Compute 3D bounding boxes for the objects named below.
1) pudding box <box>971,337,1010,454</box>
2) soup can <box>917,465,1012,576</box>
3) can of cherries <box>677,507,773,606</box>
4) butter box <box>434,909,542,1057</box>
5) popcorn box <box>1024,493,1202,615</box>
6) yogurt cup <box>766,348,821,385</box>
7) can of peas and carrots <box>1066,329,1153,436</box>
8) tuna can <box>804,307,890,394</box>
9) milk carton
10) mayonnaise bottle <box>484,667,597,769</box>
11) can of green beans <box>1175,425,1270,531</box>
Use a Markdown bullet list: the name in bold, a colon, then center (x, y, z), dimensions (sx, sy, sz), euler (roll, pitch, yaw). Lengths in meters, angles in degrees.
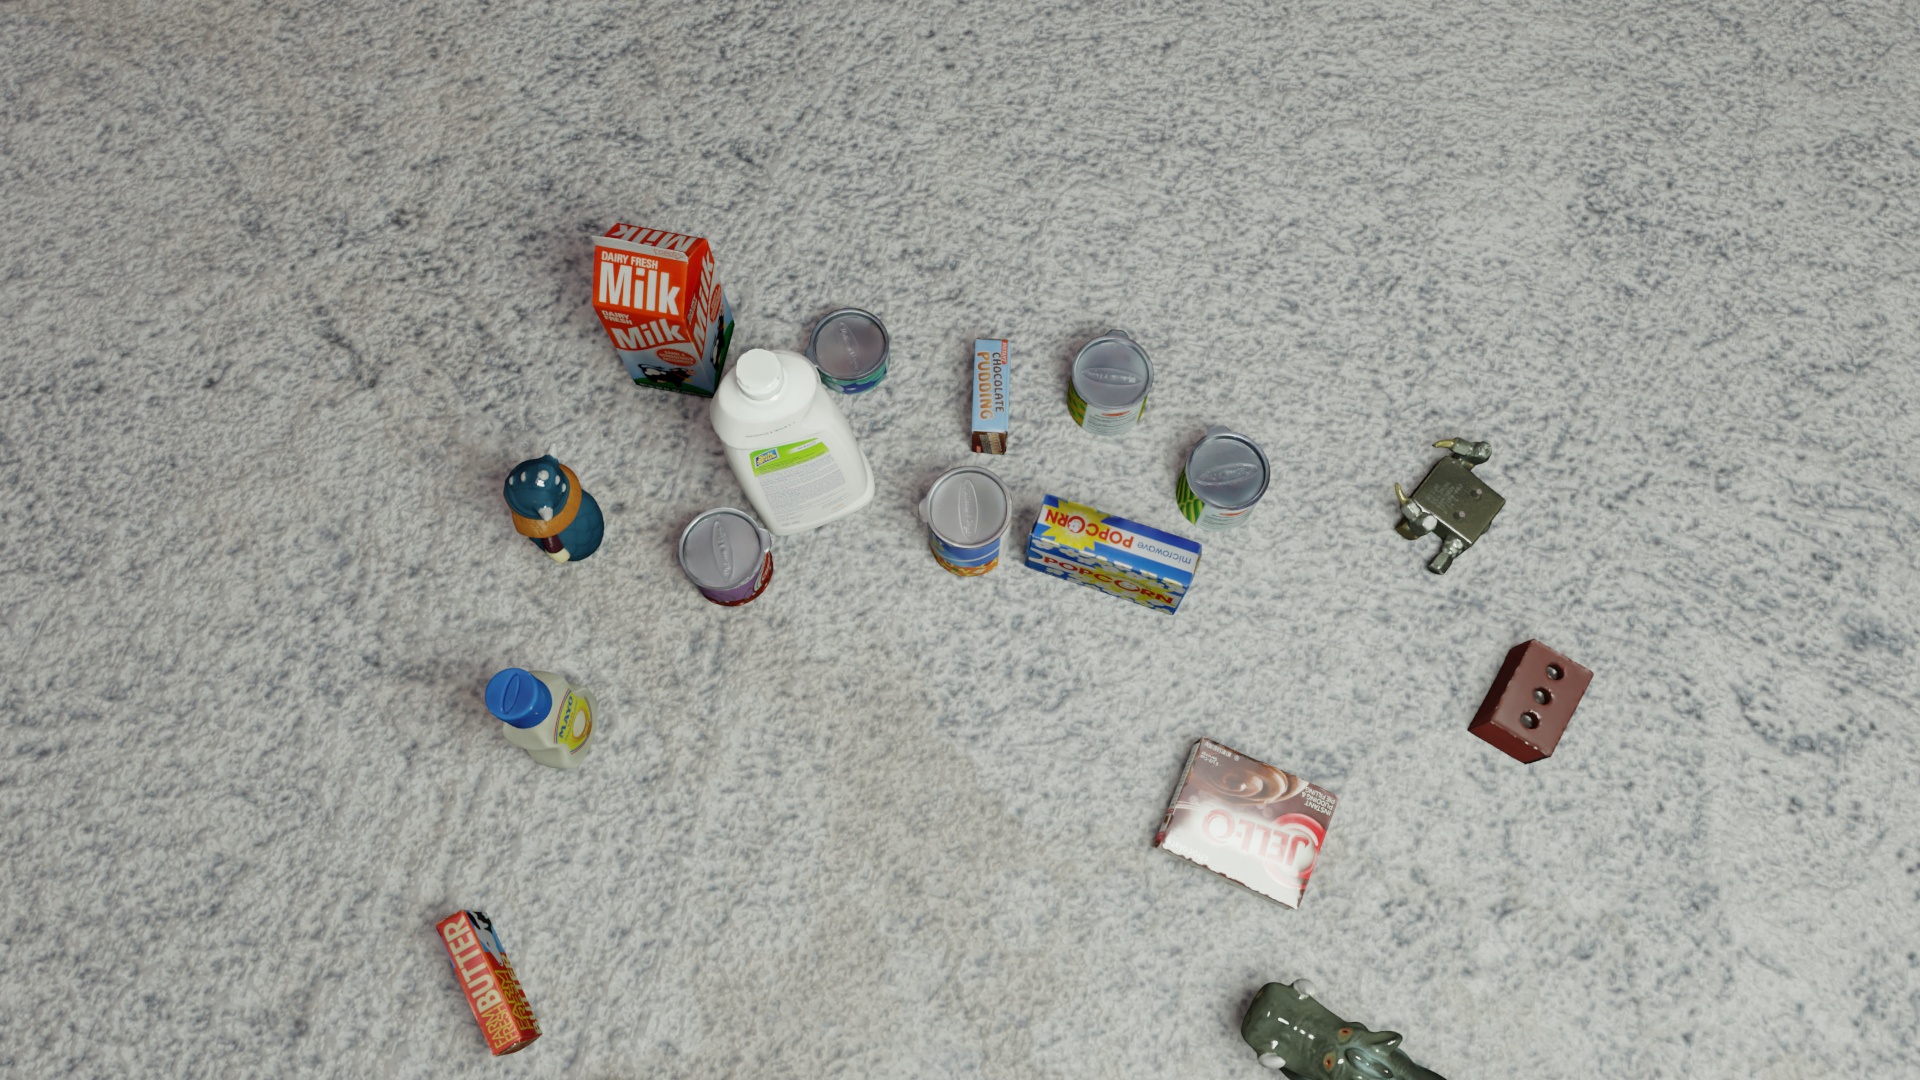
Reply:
- **pudding box**: center (0.025, -0.117, 1.131), dimensions (0.030, 0.049, 0.084), euler (2, 72, 1)
- **soup can**: center (0.004, -0.014, 1.080), dimensions (0.071, 0.083, 0.071), euler (0, 73, 0)
- **can of cherries**: center (-0.179, 0.014, 1.084), dimensions (0.071, 0.058, 0.071), euler (0, 73, 0)
- **butter box**: center (-0.336, 0.315, 0.991), dimensions (0.024, 0.053, 0.103), euler (-29, 75, -8)
- **popcorn box**: center (0.116, 0.012, 1.071), dimensions (0.127, 0.085, 0.038), euler (18, 74, 6)
- **yogurt cup**: center (-0.145, -0.114, 1.128), dimensions (0.072, 0.053, 0.072), euler (0, 73, 0)
- **can of peas and carrots**: center (0.121, -0.127, 1.129), dimensions (0.071, 0.058, 0.071), euler (0, 73, 0)
- **tuna can**: center (-0.093, -0.155, 1.152), dimensions (0.071, 0.032, 0.071), euler (0, 72, 0)
- **milk carton**: center (-0.230, -0.184, 1.079), dimensions (0.072, 0.190, 0.073), euler (10, 73, 3)
- **mayonnaise bottle**: center (-0.301, 0.125, 1.002), dimensions (0.041, 0.147, 0.065), euler (10, 73, 3)
- **can of green beans**: center (0.208, -0.046, 1.104), dimensions (0.071, 0.057, 0.071), euler (0, 73, 0)
